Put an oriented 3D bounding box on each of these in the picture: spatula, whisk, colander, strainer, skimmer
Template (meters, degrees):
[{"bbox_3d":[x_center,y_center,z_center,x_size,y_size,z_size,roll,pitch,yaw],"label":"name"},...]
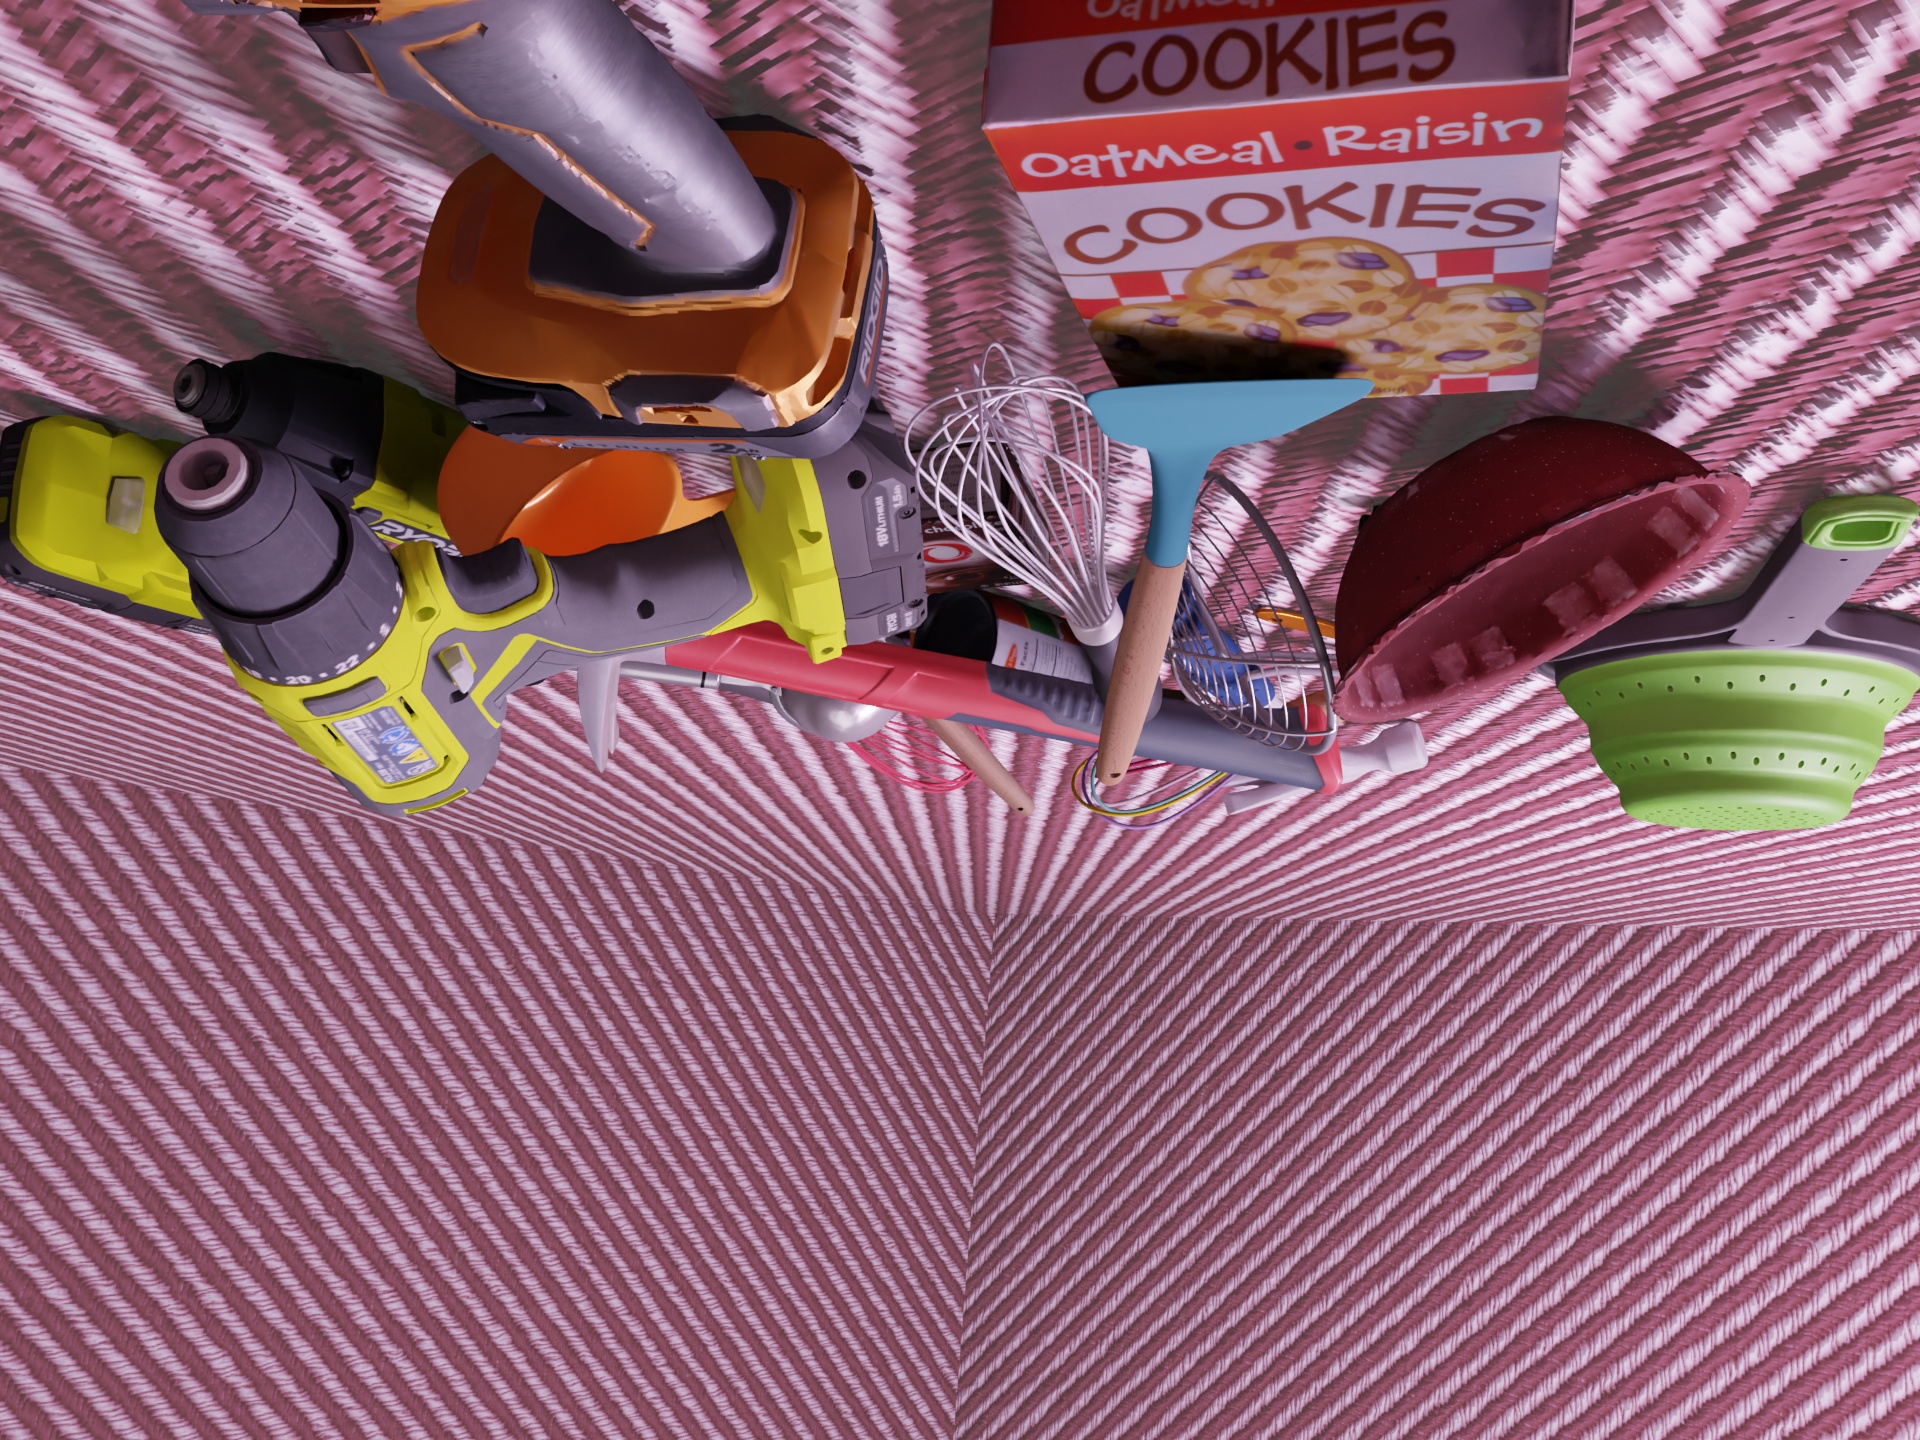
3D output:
[{"bbox_3d":[0.072,-0.039,0.589,0.082,0.044,0.317,-3,152,-3],"label":"spatula"},{"bbox_3d":[0.048,-0.057,0.641,0.070,0.070,0.284,1,159,19],"label":"whisk"},{"bbox_3d":[0.392,-0.009,0.775,0.204,0.094,0.396,2,169,16],"label":"colander"},{"bbox_3d":[-0.094,-0.010,1.116,0.295,0.073,0.073,21,162,-35],"label":"whisk"},{"bbox_3d":[-0.129,-0.023,0.874,0.258,0.050,0.086,8,133,-11],"label":"strainer"},{"bbox_3d":[0.166,0.003,0.888,0.245,0.051,0.047,-19,-165,-25],"label":"whisk"},{"bbox_3d":[0.197,-0.042,0.763,0.090,0.127,0.363,-38,158,31],"label":"skimmer"},{"bbox_3d":[-0.019,-0.012,0.955,0.060,0.018,0.315,-15,147,20],"label":"spatula"}]

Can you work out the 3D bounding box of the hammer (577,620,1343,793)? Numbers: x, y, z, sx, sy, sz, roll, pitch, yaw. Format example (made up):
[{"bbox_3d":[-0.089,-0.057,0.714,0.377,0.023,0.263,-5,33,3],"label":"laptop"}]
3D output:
[{"bbox_3d":[-0.001,-0.003,0.807,0.386,0.038,0.143,11,125,0],"label":"hammer"}]

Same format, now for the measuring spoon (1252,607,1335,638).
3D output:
[{"bbox_3d":[0.206,-0.046,0.887,0.116,0.011,0.021,12,167,-34],"label":"measuring spoon"}]

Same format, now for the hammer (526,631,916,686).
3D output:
[{"bbox_3d":[-0.135,-0.047,0.964,0.337,0.034,0.127,2,164,5],"label":"hammer"}]

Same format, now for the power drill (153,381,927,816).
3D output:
[{"bbox_3d":[-0.133,-0.056,0.537,0.228,0.080,0.190,-20,156,-8],"label":"power drill"}]

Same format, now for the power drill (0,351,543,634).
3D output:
[{"bbox_3d":[-0.303,-0.098,0.681,0.223,0.080,0.171,-6,166,31],"label":"power drill"}]

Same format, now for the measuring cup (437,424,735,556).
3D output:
[{"bbox_3d":[-0.135,-0.099,0.655,0.173,0.052,0.095,-22,153,-51],"label":"measuring cup"}]

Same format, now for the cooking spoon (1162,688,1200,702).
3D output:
[{"bbox_3d":[0.058,-0.013,0.968,0.068,0.017,0.319,-13,-173,-22],"label":"cooking spoon"}]

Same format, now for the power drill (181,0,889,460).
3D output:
[{"bbox_3d":[-0.121,-0.141,0.359,0.185,0.084,0.226,5,166,12],"label":"power drill"}]

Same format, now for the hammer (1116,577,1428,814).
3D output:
[{"bbox_3d":[0.178,-0.009,0.976,0.144,0.035,0.405,-18,159,22],"label":"hammer"}]

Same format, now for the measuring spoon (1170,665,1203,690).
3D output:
[{"bbox_3d":[0.139,-0.036,0.952,0.034,0.018,0.124,3,170,12],"label":"measuring spoon"}]
